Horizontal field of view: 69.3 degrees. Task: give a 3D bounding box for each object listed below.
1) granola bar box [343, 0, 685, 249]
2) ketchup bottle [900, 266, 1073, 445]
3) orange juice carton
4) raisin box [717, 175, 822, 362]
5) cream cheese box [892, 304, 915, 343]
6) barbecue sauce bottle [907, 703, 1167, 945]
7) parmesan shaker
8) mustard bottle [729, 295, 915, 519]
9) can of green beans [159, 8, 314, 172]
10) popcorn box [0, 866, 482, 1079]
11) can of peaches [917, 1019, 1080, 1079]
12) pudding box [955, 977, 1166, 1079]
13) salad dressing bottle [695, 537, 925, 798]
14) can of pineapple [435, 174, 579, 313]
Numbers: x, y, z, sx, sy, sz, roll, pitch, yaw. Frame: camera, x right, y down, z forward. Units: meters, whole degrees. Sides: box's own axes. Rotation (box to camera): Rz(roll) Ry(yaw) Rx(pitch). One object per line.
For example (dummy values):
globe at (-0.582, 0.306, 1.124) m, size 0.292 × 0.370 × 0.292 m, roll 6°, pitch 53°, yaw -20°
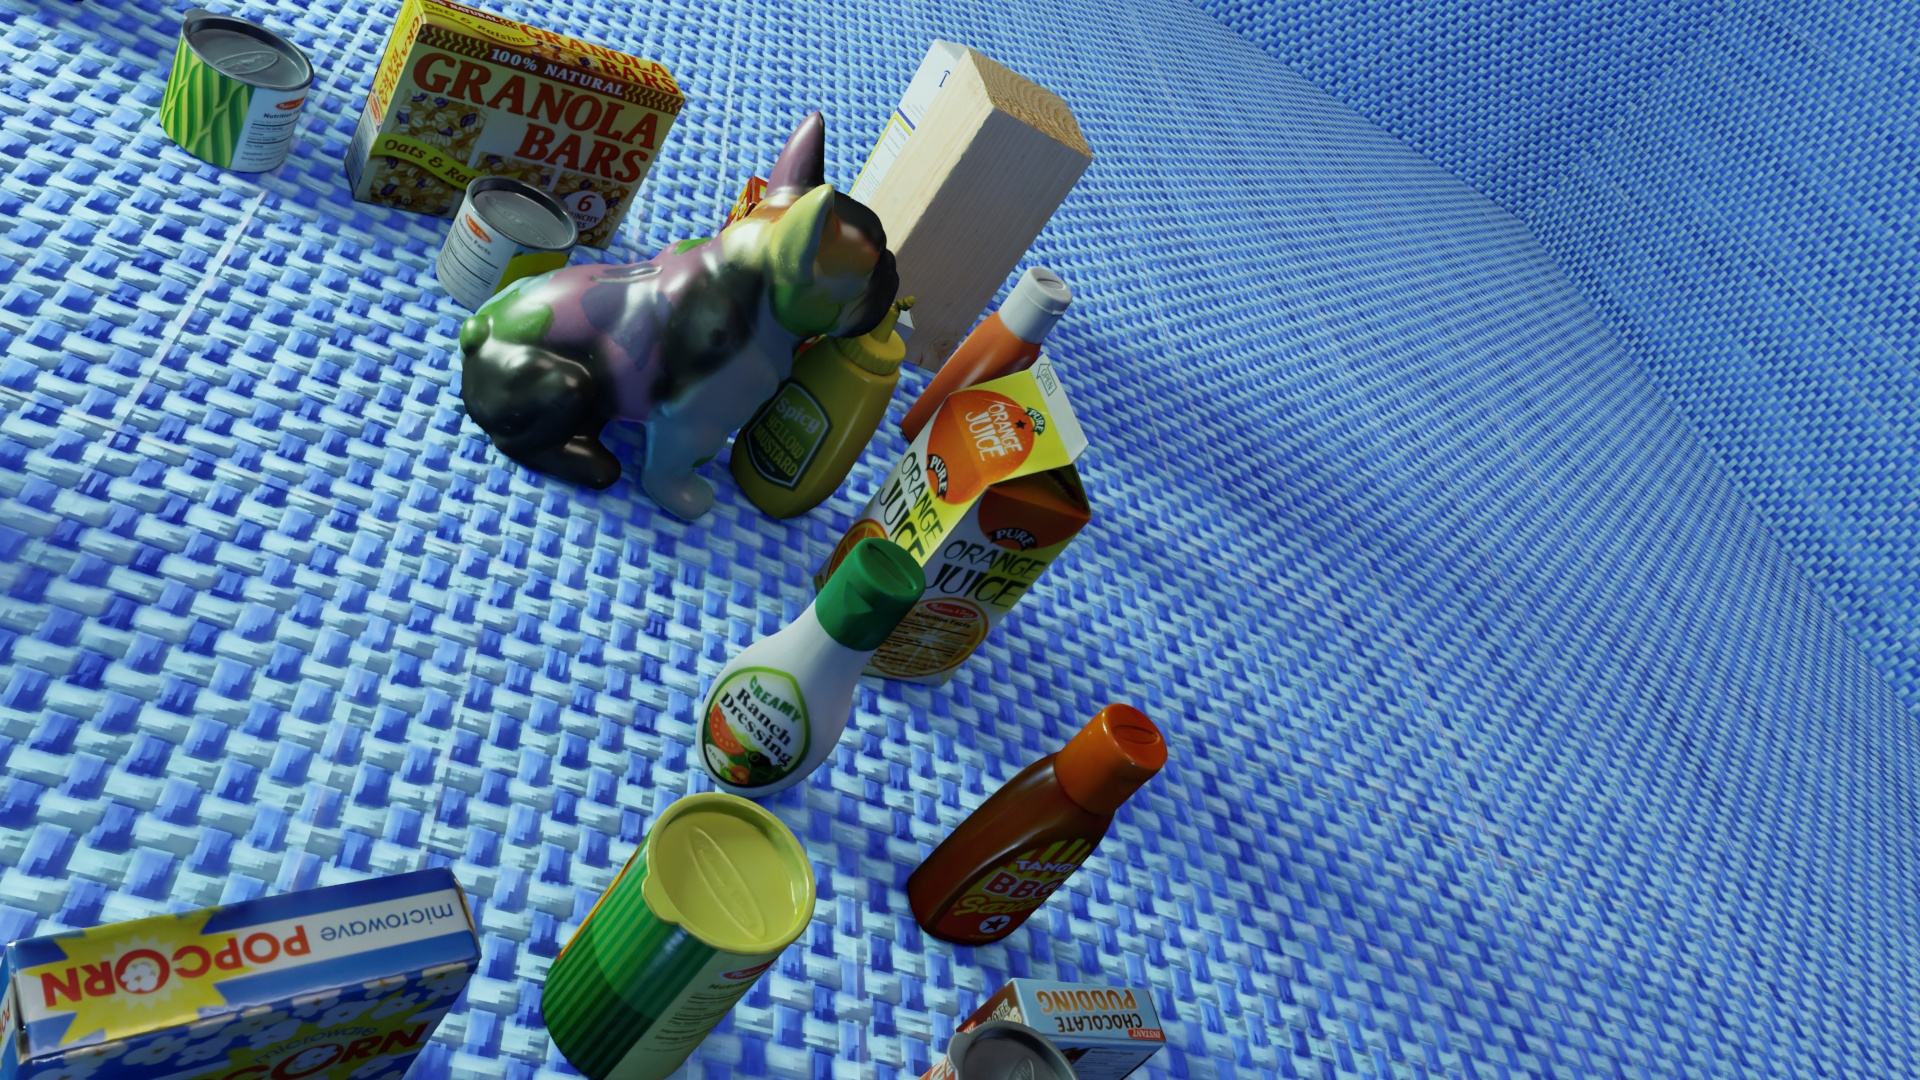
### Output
granola bar box at (-0.270, -0.250, 0.844) m, size 0.166 × 0.123 × 0.039 m, roll 3°, pitch 46°, yaw -44°
ketchup bottle at (0.021, -0.119, 0.950) m, size 0.065 × 0.148 × 0.043 m, roll -5°, pitch 52°, yaw -48°
orange juice carton at (0.003, -0.009, 0.751) m, size 0.073 × 0.191 × 0.072 m, roll 14°, pitch 39°, yaw -34°
raisin box at (-0.122, -0.156, 0.877) m, size 0.086 × 0.122 × 0.040 m, roll 23°, pitch 35°, yaw -23°
cream cheese box at (-0.089, -0.152, 0.971) m, size 0.104 × 0.053 × 0.024 m, roll 17°, pitch 38°, yaw -31°
barbecue sauce bottle at (0.038, 0.133, 0.648) m, size 0.065 × 0.148 × 0.044 m, roll 13°, pitch 40°, yaw -35°
parmesan shaker at (-0.110, 0.151, 0.520) m, size 0.071 × 0.102 × 0.072 m, roll 26°, pitch 34°, yaw -19°
mustard bottle at (-0.074, -0.082, 0.797) m, size 0.065 × 0.159 × 0.049 m, roll 47°, pitch 32°, yaw 13°
can of green beans at (-0.402, -0.248, 0.771) m, size 0.071 × 0.057 × 0.071 m, roll 26°, pitch 34°, yaw -19°
popcorn box at (-0.224, 0.148, 0.426) m, size 0.127 × 0.085 × 0.038 m, roll 0°, pitch 48°, yaw -45°
can of peaches at (0.009, 0.240, 0.570) m, size 0.071 × 0.057 × 0.071 m, roll 26°, pitch 34°, yaw -19°
pudding box at (0.046, 0.226, 0.633) m, size 0.084 × 0.049 × 0.030 m, roll 16°, pitch 38°, yaw -32°
salad dressing bottle at (-0.069, 0.059, 0.635) m, size 0.064 × 0.147 × 0.044 m, roll 44°, pitch 32°, yaw 8°
can of pineapple at (-0.264, -0.170, 0.812) m, size 0.071 × 0.057 × 0.071 m, roll 26°, pitch 34°, yaw -19°
